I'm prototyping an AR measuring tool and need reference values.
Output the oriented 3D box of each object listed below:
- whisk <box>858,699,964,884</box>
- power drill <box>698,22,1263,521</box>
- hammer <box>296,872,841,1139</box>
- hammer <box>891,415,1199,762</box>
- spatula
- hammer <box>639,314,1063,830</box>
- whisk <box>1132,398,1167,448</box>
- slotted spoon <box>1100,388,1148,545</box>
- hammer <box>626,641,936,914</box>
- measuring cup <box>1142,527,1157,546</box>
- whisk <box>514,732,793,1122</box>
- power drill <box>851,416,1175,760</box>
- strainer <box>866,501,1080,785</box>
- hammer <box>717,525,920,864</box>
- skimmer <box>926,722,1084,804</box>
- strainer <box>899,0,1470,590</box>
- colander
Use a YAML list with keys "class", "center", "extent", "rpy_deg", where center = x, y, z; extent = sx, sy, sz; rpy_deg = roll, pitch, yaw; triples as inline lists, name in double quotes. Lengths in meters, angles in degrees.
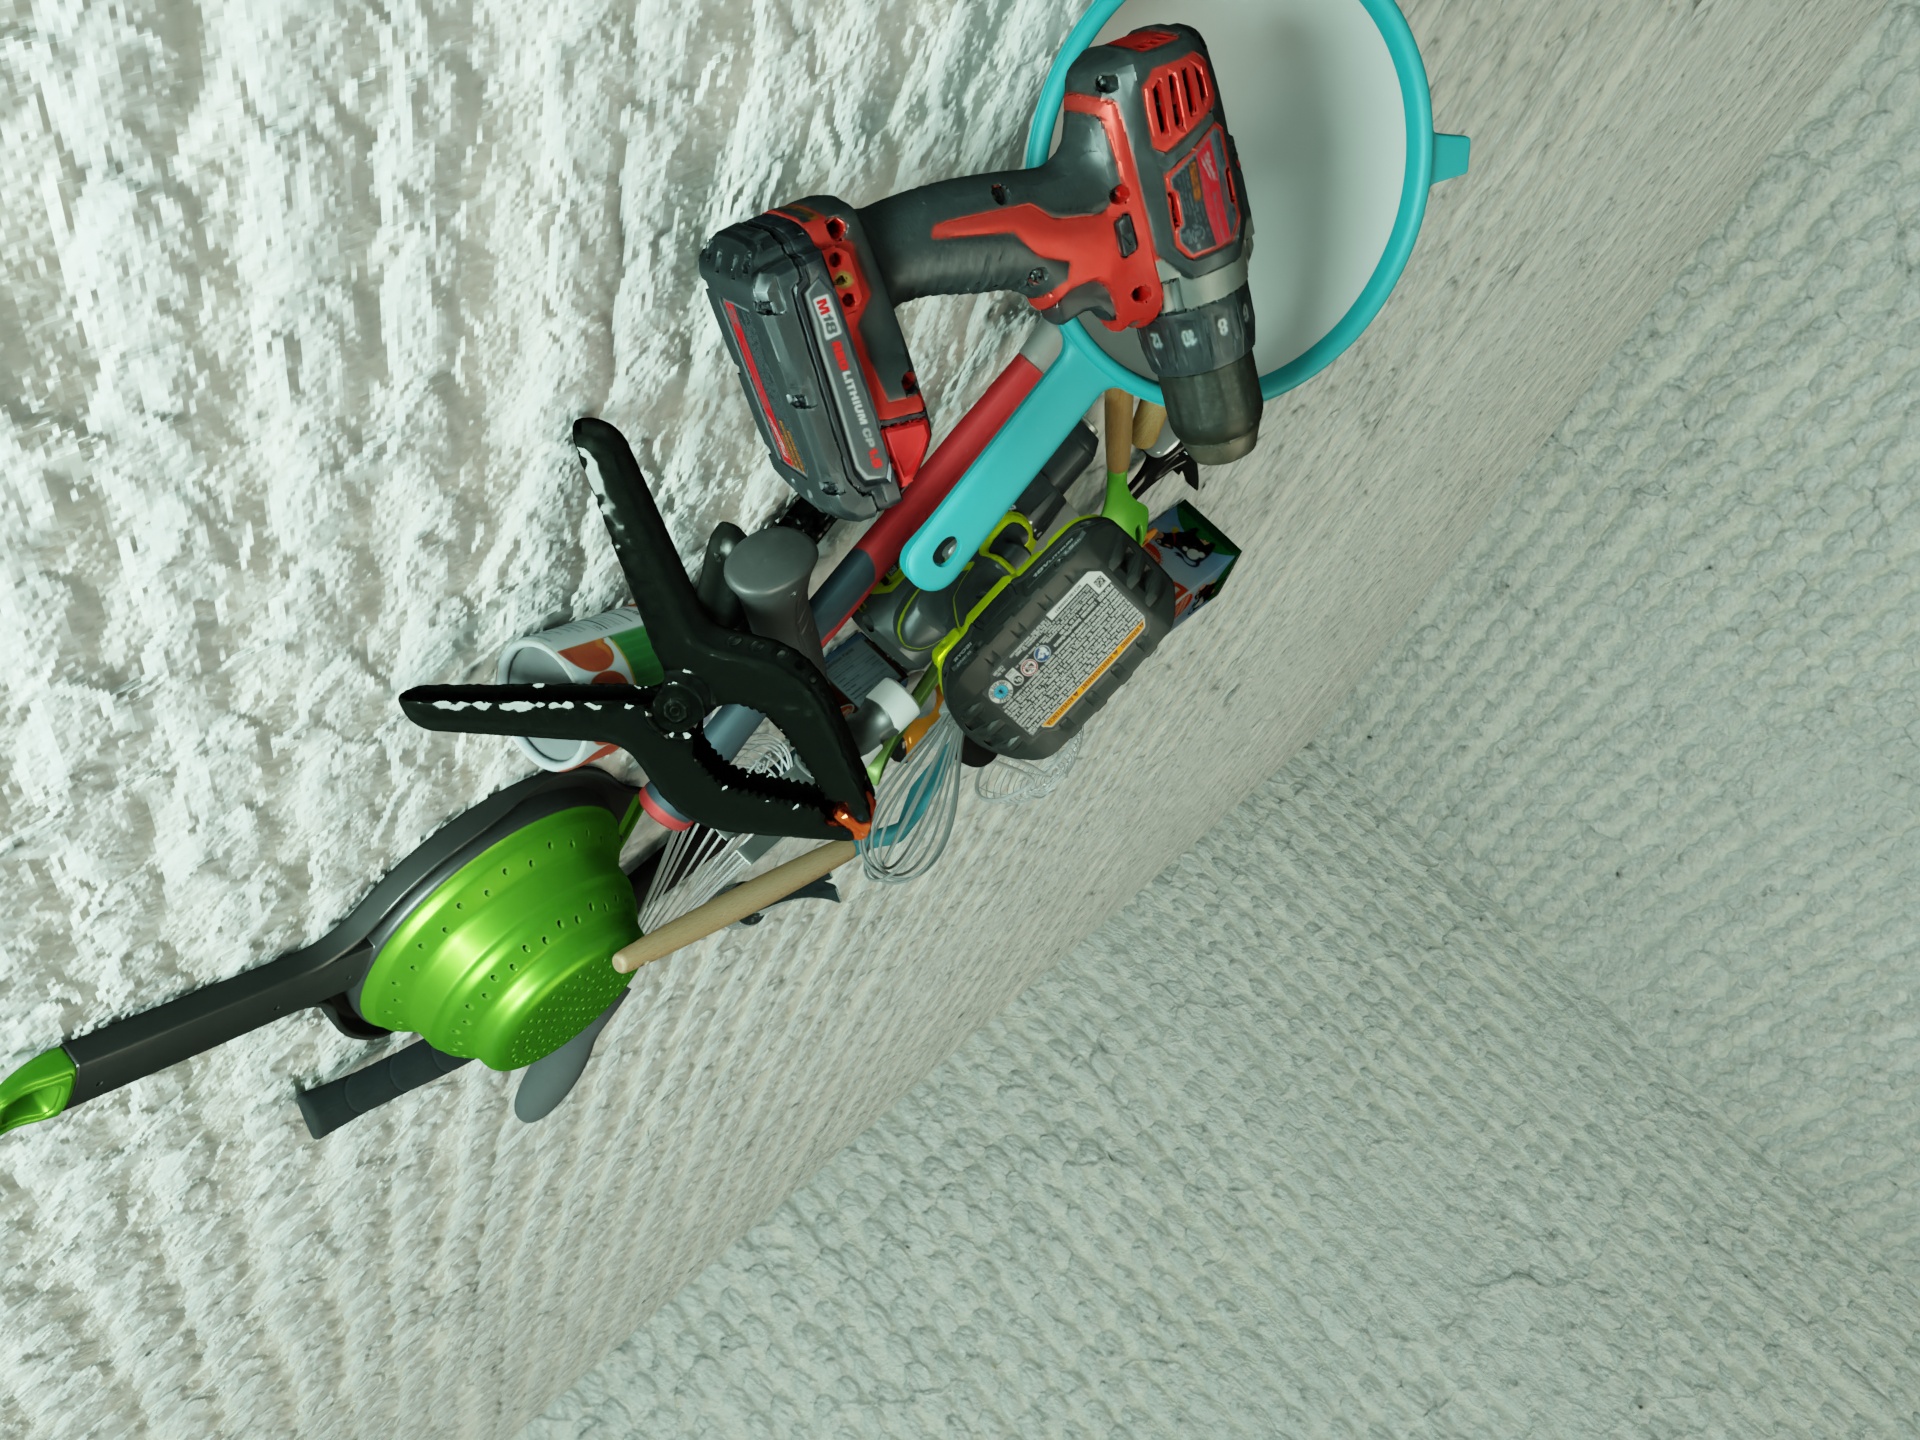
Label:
- class: "whisk"
  center: [-0.002, -0.004, 0.995]
  extent: [0.055, 0.055, 0.239]
  rpy_deg: [90, 23, -69]
- class: "power drill"
  center: [0.026, -0.163, 0.666]
  extent: [0.226, 0.080, 0.187]
  rpy_deg: [-27, 121, -14]
- class: "hammer"
  center: [-0.249, 0.178, 1.066]
  extent: [0.149, 0.036, 0.409]
  rpy_deg: [-20, -178, 43]
- class: "hammer"
  center: [0.060, -0.094, 1.250]
  extent: [0.337, 0.034, 0.127]
  rpy_deg: [-47, 164, 5]
- class: "spatula"
  center: [-0.095, 0.080, 0.982]
  extent: [0.317, 0.044, 0.082]
  rpy_deg: [-25, 162, -47]
- class: "hammer"
  center: [-0.059, -0.086, 0.897]
  extent: [0.386, 0.038, 0.143]
  rpy_deg: [-49, 174, 11]
- class: "whisk"
  center: [0.141, -0.236, 1.013]
  extent: [0.047, 0.051, 0.245]
  rpy_deg: [-45, 171, -15]
- class: "slotted spoon"
  center: [0.106, -0.187, 1.078]
  extent: [0.070, 0.031, 0.313]
  rpy_deg: [-35, 154, -14]
- class: "hammer"
  center: [-0.137, 0.050, 1.106]
  extent: [0.331, 0.033, 0.128]
  rpy_deg: [-40, 165, -21]
- class: "measuring cup"
  center: [0.104, -0.079, 1.236]
  extent: [0.173, 0.052, 0.095]
  rpy_deg: [-41, 163, -6]
- class: "whisk"
  center: [-0.193, 0.130, 1.006]
  extent: [0.284, 0.070, 0.070]
  rpy_deg: [-57, 167, -10]
- class: "power drill"
  center: [0.035, -0.088, 0.929]
  extent: [0.190, 0.080, 0.229]
  rpy_deg: [-47, -153, 6]
- class: "strainer"
  center: [0.024, -0.049, 1.087]
  extent: [0.256, 0.069, 0.151]
  rpy_deg: [-57, 172, -21]
- class: "hammer"
  center: [-0.089, -0.015, 0.852]
  extent: [0.146, 0.035, 0.334]
  rpy_deg: [-43, 167, -12]
- class: "skimmer"
  center: [0.024, 0.013, 1.366]
  extent: [0.127, 0.090, 0.363]
  rpy_deg: [-39, 162, 10]
- class: "strainer"
  center: [0.071, -0.211, 0.762]
  extent: [0.210, 0.095, 0.340]
  rpy_deg: [35, 97, -32]
- class: "colander"
  center: [-0.290, 0.148, 0.833]
  extent: [0.397, 0.094, 0.204]
  rpy_deg: [-23, 153, -55]
